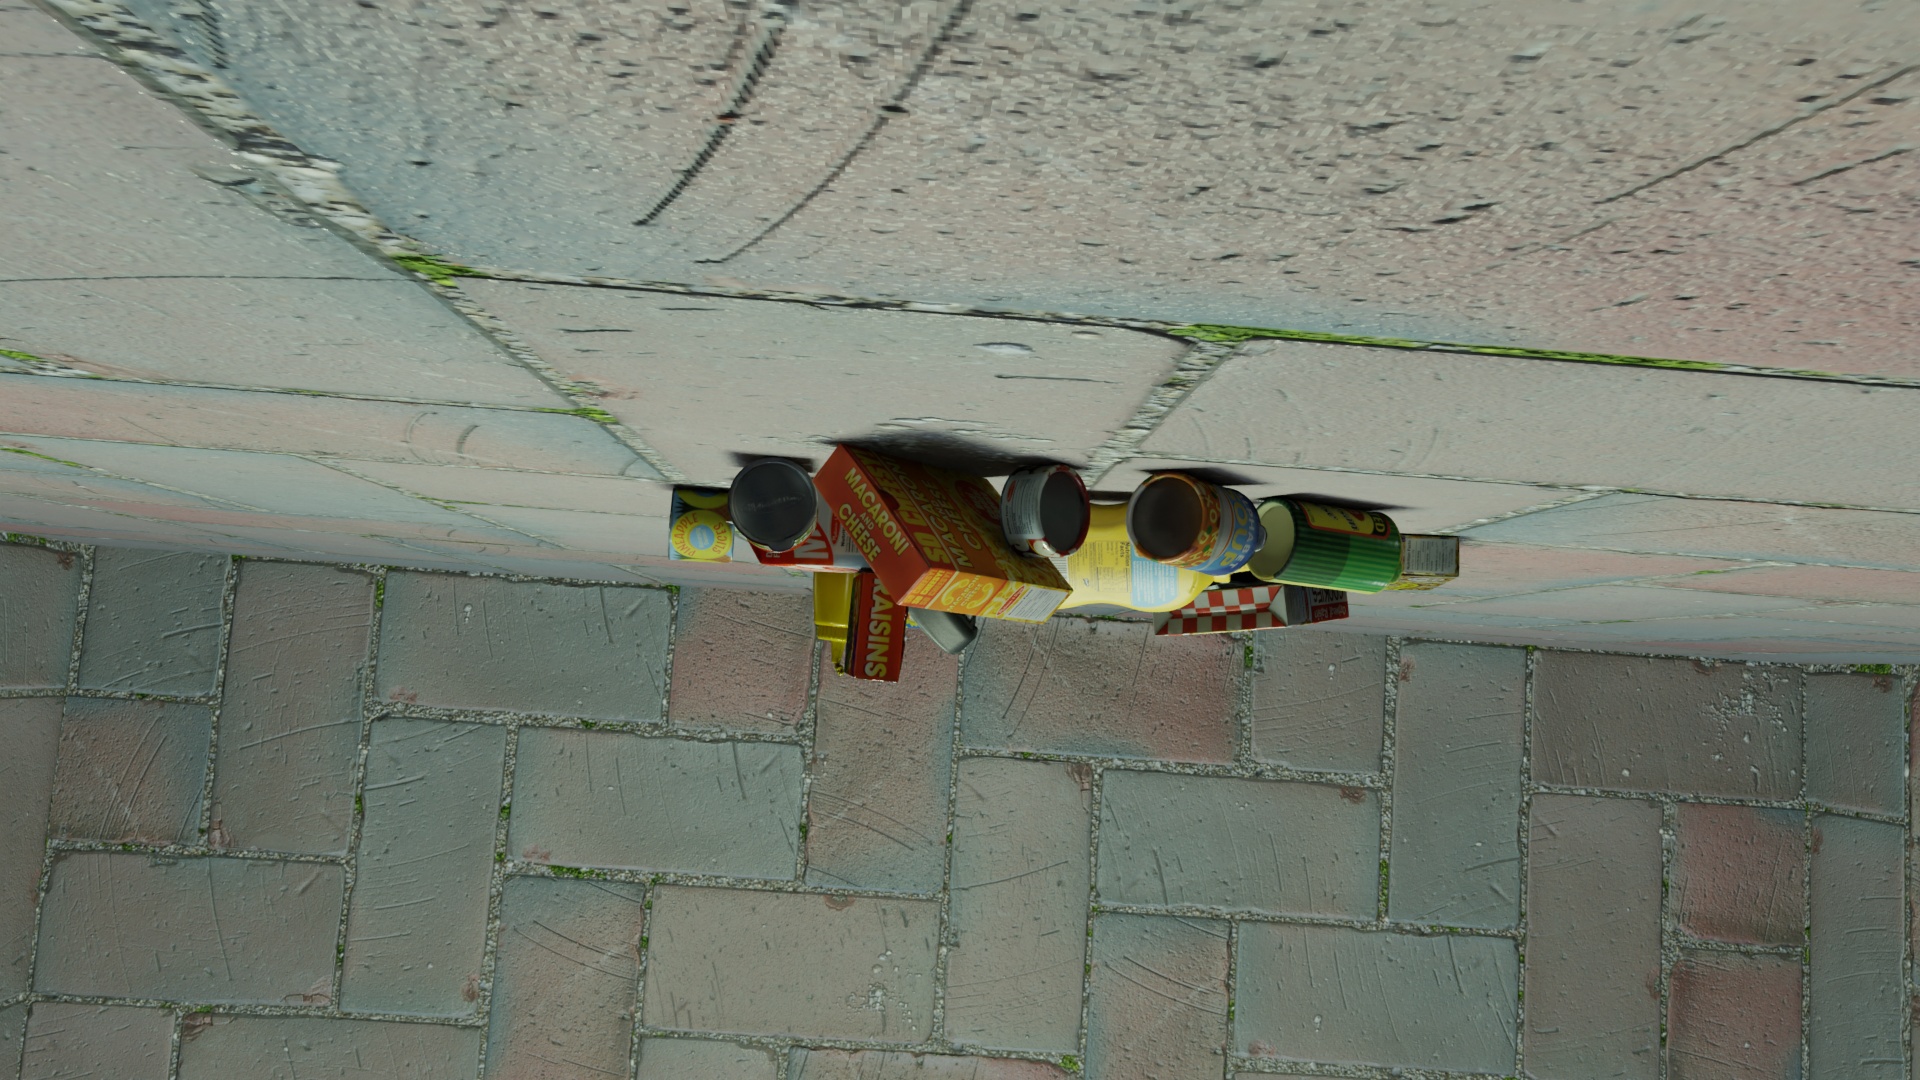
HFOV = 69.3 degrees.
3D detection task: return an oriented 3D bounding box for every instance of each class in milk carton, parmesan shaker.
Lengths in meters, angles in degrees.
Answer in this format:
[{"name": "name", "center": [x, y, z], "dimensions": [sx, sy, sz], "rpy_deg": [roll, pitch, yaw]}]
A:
[{"name": "milk carton", "center": [-0.100, -0.011, 1.159], "dimensions": [0.190, 0.073, 0.072], "rpy_deg": [1, 174, 30]}, {"name": "parmesan shaker", "center": [0.282, 0.005, 1.078], "dimensions": [0.103, 0.071, 0.071], "rpy_deg": [7, 173, -26]}]

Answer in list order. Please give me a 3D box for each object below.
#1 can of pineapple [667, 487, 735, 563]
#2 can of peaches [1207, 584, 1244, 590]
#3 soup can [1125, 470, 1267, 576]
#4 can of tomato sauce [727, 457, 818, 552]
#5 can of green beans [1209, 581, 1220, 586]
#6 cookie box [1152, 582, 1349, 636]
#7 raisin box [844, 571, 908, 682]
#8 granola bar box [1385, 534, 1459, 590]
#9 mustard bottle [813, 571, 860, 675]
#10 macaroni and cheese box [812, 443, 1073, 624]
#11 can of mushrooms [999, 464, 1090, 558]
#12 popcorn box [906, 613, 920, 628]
[{"name": "can of pineapple", "center": [-0.235, -0.013, 1.266], "dimensions": [0.058, 0.071, 0.071], "rpy_deg": [4, 174, -8]}, {"name": "can of peaches", "center": [0.288, 0.035, 1.417], "dimensions": [0.071, 0.071, 0.058], "rpy_deg": [3, 174, 4]}, {"name": "soup can", "center": [0.169, -0.011, 0.990], "dimensions": [0.071, 0.071, 0.084], "rpy_deg": [0, 173, 37]}, {"name": "can of tomato sauce", "center": [-0.141, -0.024, 1.066], "dimensions": [0.071, 0.071, 0.083], "rpy_deg": [4, 175, -5]}, {"name": "can of green beans", "center": [0.199, 0.008, 1.183], "dimensions": [0.071, 0.071, 0.058], "rpy_deg": [4, 175, -5]}, {"name": "cookie box", "center": [0.263, 0.059, 1.249], "dimensions": [0.123, 0.040, 0.168], "rpy_deg": [-7, 176, 33]}, {"name": "raisin box", "center": [-0.069, 0.071, 1.131], "dimensions": [0.040, 0.086, 0.123], "rpy_deg": [7, 175, -7]}, {"name": "granola bar box", "center": [0.397, 0.021, 1.323], "dimensions": [0.124, 0.039, 0.165], "rpy_deg": [3, 174, 10]}, {"name": "mustard bottle", "center": [-0.105, 0.040, 1.243], "dimensions": [0.049, 0.160, 0.065], "rpy_deg": [3, 173, 24]}, {"name": "macaroni and cheese box", "center": [-0.010, -0.004, 0.979], "dimensions": [0.166, 0.040, 0.124], "rpy_deg": [11, -145, -52]}, {"name": "can of mushrooms", "center": [0.062, -0.020, 0.978], "dimensions": [0.033, 0.071, 0.071], "rpy_deg": [-3, 171, 40]}, {"name": "popcorn box", "center": [-0.026, 0.045, 1.509], "dimensions": [0.085, 0.038, 0.127], "rpy_deg": [-2, -147, 44]}]
